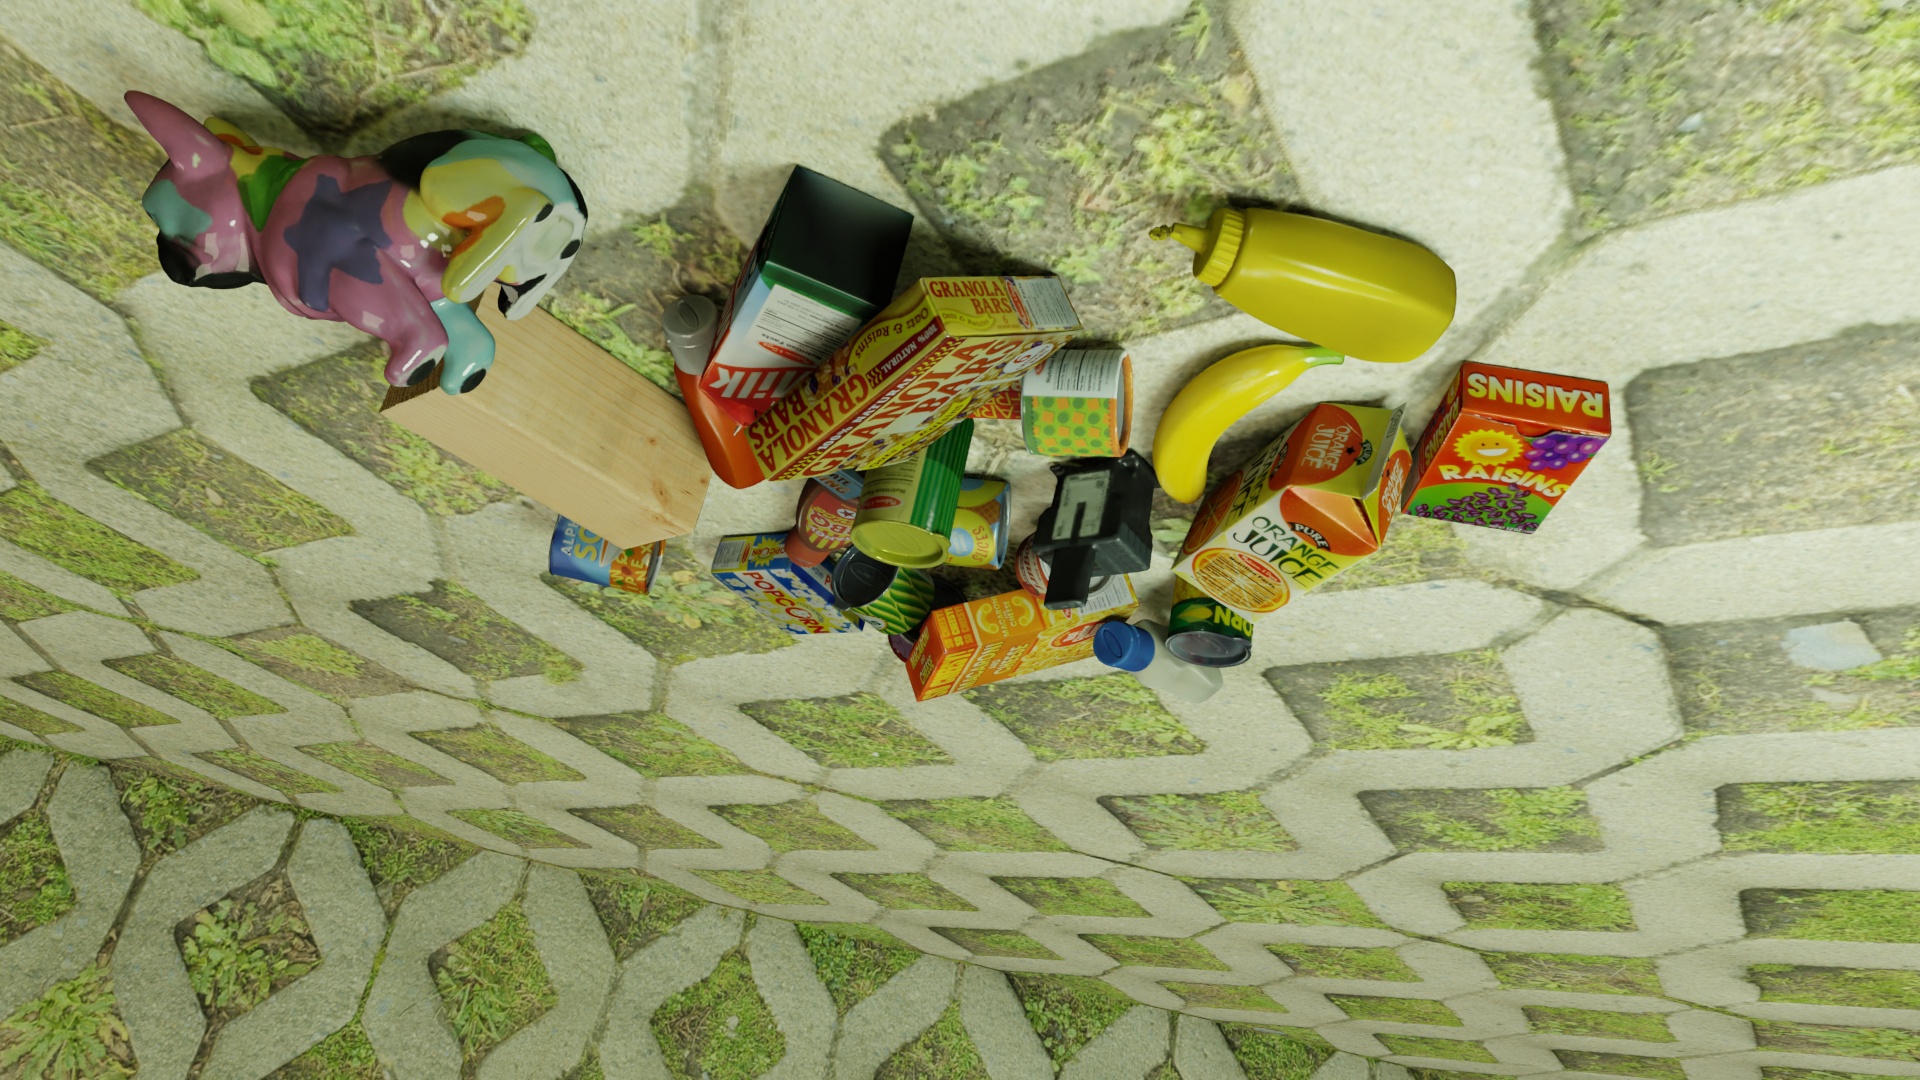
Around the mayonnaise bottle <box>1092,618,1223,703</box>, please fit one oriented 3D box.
[{"bbox_3d":[0.160,0.095,1.136,0.041,0.065,0.148,-43,146,20],"label":"mayonnaise bottle"}]

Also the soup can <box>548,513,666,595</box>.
[{"bbox_3d":[-0.300,0.005,1.184,0.084,0.071,0.071,13,153,-3],"label":"soup can"}]

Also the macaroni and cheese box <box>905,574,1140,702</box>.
[{"bbox_3d":[0.047,0.076,1.128,0.167,0.040,0.123,-12,159,-18],"label":"macaroni and cheese box"}]

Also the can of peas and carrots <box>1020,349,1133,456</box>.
[{"bbox_3d":[0.073,-0.083,0.854,0.059,0.071,0.070,3,152,16],"label":"can of peas and carrots"}]

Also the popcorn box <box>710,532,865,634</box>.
[{"bbox_3d":[-0.147,0.039,1.218,0.085,0.038,0.126,-4,149,28],"label":"popcorn box"}]

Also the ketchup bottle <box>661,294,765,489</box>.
[{"bbox_3d":[-0.164,-0.100,0.931,0.043,0.065,0.148,-28,147,-12],"label":"ketchup bottle"}]

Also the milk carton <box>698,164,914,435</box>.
[{"bbox_3d":[-0.101,-0.130,0.828,0.073,0.072,0.189,21,151,-17],"label":"milk carton"}]

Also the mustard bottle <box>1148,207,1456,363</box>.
[{"bbox_3d":[0.174,-0.140,0.721,0.160,0.049,0.065,17,153,-9],"label":"mustard bottle"}]

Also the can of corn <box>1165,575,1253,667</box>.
[{"bbox_3d":[0.200,0.060,1.093,0.071,0.058,0.071,10,153,5],"label":"can of corn"}]

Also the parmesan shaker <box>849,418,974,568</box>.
[{"bbox_3d":[-0.028,-0.042,0.937,0.071,0.103,0.071,10,154,5],"label":"parmesan shaker"}]

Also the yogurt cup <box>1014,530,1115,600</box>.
[{"bbox_3d":[0.077,0.015,1.052,0.072,0.072,0.053,23,159,-21],"label":"yogurt cup"}]

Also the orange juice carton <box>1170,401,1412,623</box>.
[{"bbox_3d":[0.220,-0.021,0.893,0.073,0.072,0.192,33,151,-6],"label":"orange juice carton"}]

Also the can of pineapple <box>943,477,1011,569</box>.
[{"bbox_3d":[0.004,-0.013,1.019,0.058,0.071,0.070,6,153,9],"label":"can of pineapple"}]

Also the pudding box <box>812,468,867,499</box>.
[{"bbox_3d":[-0.093,-0.069,0.969,0.030,0.050,0.083,-12,145,42],"label":"pudding box"}]

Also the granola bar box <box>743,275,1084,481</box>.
[{"bbox_3d":[-0.027,-0.092,0.800,0.165,0.039,0.124,-33,167,39],"label":"granola bar box"}]

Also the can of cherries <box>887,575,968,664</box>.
[{"bbox_3d":[-0.029,0.070,1.204,0.071,0.072,0.058,13,154,-2],"label":"can of cherries"}]

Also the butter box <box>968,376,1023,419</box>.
[{"bbox_3d":[-0.001,-0.102,0.894,0.103,0.024,0.053,4,152,15],"label":"butter box"}]

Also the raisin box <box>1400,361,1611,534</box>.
[{"bbox_3d":[0.326,-0.053,0.840,0.086,0.040,0.123,10,153,5],"label":"raisin box"}]

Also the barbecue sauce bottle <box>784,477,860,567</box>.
[{"bbox_3d":[-0.099,-0.020,1.075,0.065,0.044,0.148,19,153,-16],"label":"barbecue sauce bottle"}]

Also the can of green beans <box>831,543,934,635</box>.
[{"bbox_3d":[-0.064,0.038,1.149,0.071,0.071,0.057,-6,149,31],"label":"can of green beans"}]
